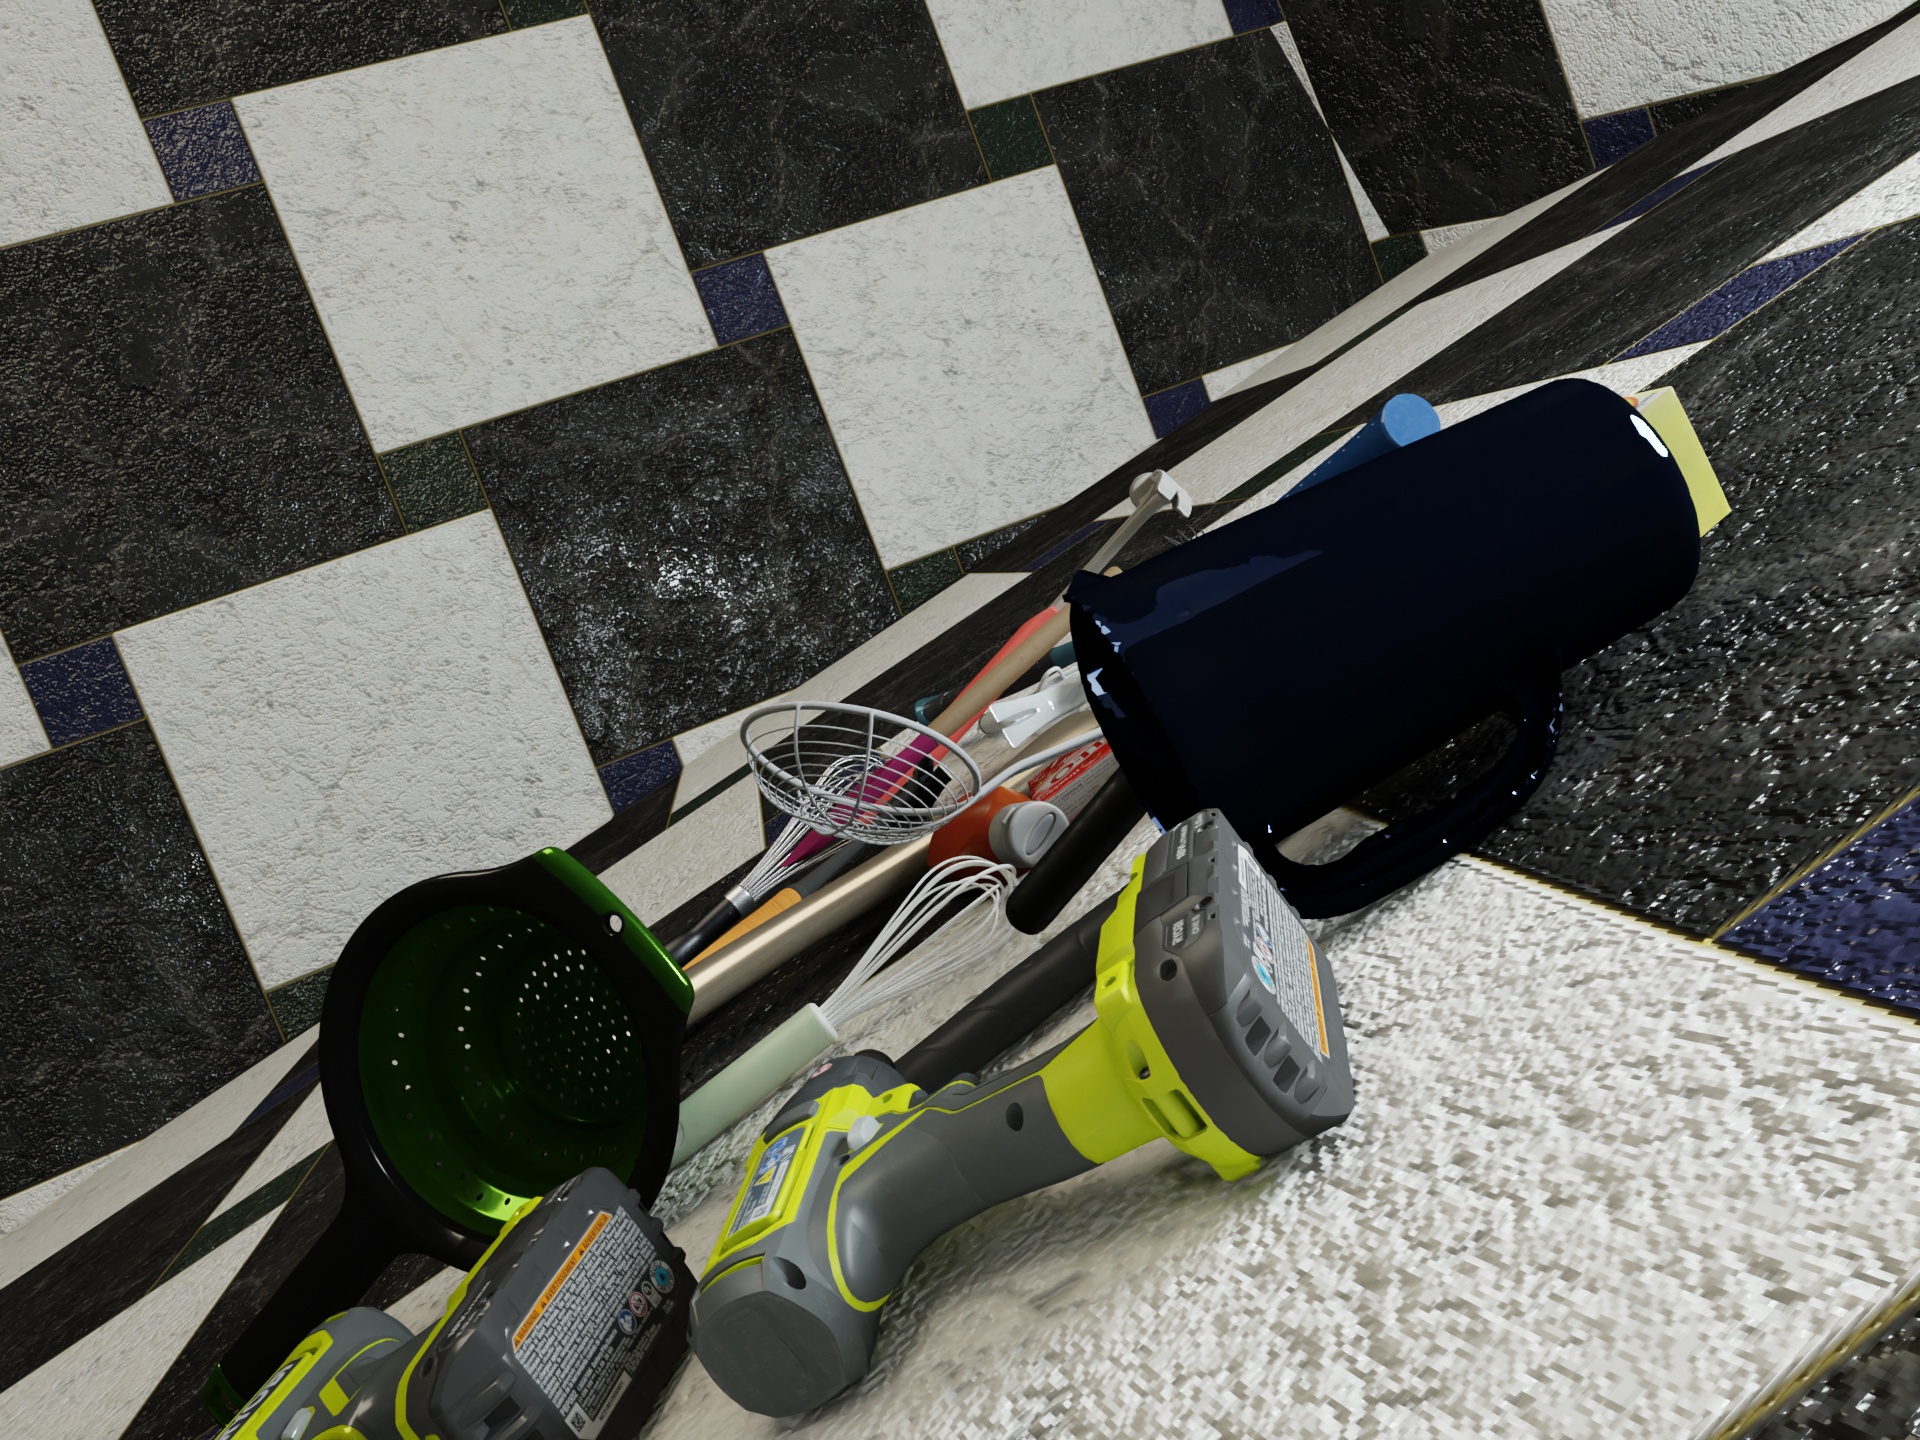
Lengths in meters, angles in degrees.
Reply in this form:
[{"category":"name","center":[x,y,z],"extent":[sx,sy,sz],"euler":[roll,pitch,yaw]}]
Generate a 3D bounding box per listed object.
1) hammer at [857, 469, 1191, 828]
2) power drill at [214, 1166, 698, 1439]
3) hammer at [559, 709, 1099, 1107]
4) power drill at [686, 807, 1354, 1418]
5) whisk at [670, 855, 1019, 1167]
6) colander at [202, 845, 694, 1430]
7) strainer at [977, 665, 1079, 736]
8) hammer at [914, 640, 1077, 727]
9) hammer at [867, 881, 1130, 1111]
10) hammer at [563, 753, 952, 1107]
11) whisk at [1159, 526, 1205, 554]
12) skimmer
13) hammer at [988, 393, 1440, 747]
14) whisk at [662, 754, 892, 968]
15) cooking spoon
[{"category":"hammer","center":[0.042,-0.048,1.222],"extent":[0.359,0.036,0.149],"euler":[-48,7,11]},{"category":"power drill","center":[-0.225,0.281,0.612],"extent":[0.228,0.080,0.190],"euler":[-33,8,21]},{"category":"hammer","center":[-0.063,0.113,1.015],"extent":[0.410,0.038,0.146],"euler":[-32,25,-14]},{"category":"power drill","center":[0.017,0.129,0.558],"extent":[0.223,0.080,0.171],"euler":[-33,12,18]},{"category":"whisk","center":[-0.067,0.155,0.847],"extent":[0.246,0.058,0.059],"euler":[-37,-25,-7]},{"category":"colander","center":[-0.267,0.230,0.837],"extent":[0.397,0.204,0.094],"euler":[-49,-10,16]},{"category":"strainer","center":[0.051,-0.006,1.301],"extent":[0.087,0.050,0.258],"euler":[-32,2,-14]},{"category":"hammer","center":[0.075,-0.050,1.337],"extent":[0.128,0.033,0.331],"euler":[-20,-2,-46]},{"category":"hammer","center":[0.110,0.061,0.738],"extent":[0.409,0.036,0.149],"euler":[-36,8,-15]},{"category":"hammer","center":[-0.138,0.143,1.107],"extent":[0.337,0.034,0.127],"euler":[-41,-8,-27]},{"category":"whisk","center":[0.219,-0.139,1.402],"extent":[0.055,0.055,0.239],"euler":[-33,12,2]},{"category":"skimmer","center":[0.056,-0.016,0.890],"extent":[0.363,0.090,0.127],"euler":[-21,-11,-28]},{"category":"hammer","center":[0.152,-0.083,1.012],"extent":[0.144,0.035,0.405],"euler":[-26,-8,-32]},{"category":"whisk","center":[-0.155,0.124,1.285],"extent":[0.284,0.070,0.070],"euler":[-42,11,-20]},{"category":"cooking spoon","center":[-0.002,-0.004,1.098],"extent":[0.319,0.017,0.069],"euler":[-42,6,-14]}]
